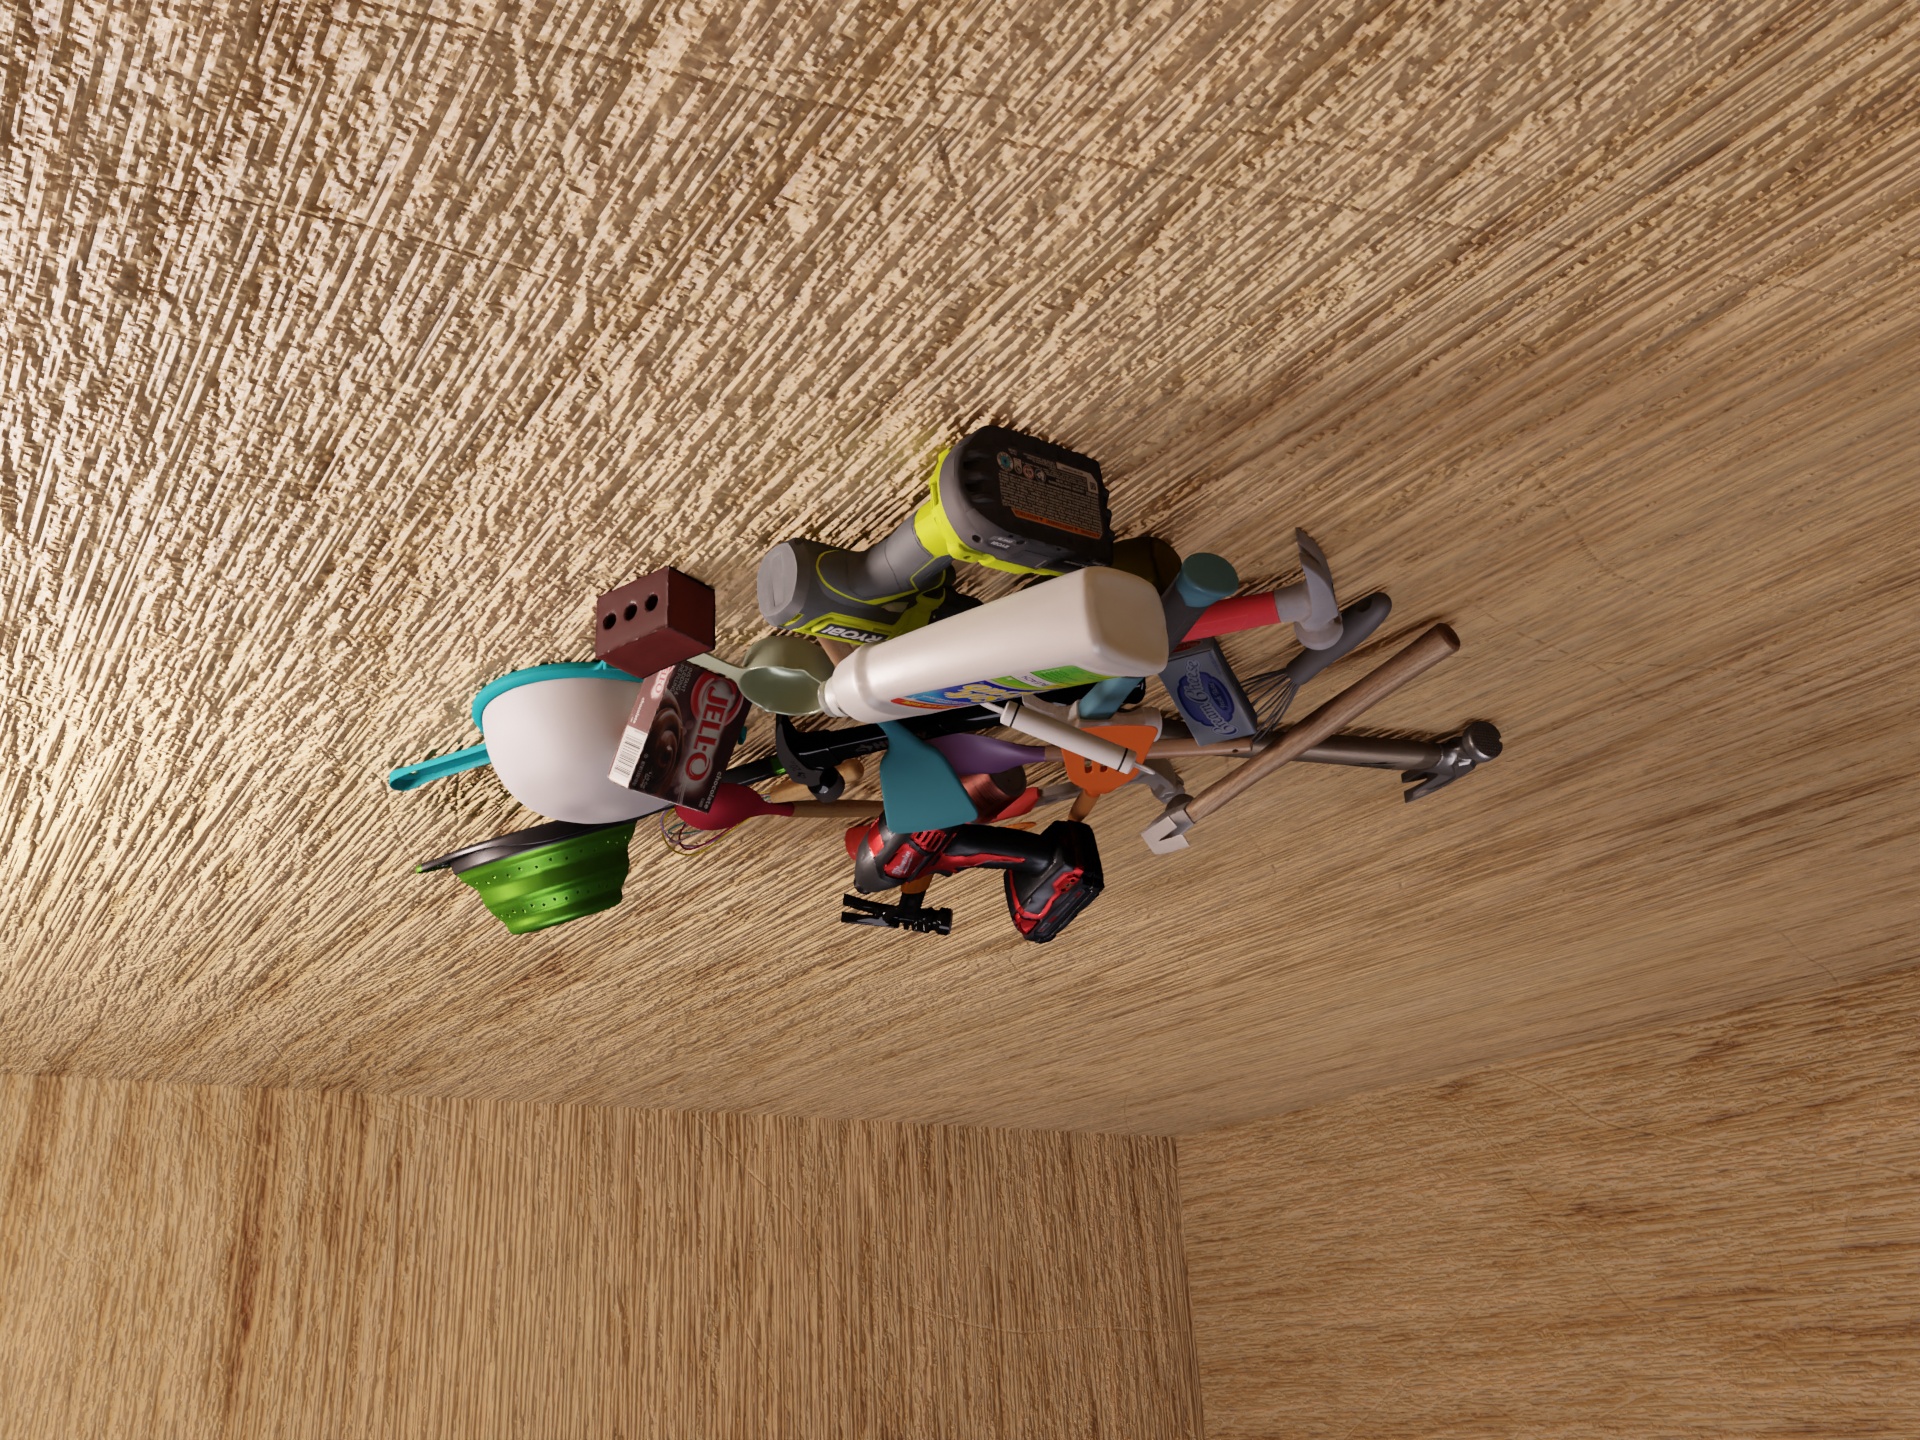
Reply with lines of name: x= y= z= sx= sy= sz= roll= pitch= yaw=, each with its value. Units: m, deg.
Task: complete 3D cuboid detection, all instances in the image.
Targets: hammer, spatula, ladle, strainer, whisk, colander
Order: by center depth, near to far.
hammer: x=0.134 y=-0.045 z=1.192 sx=0.128 sy=0.033 sz=0.331 roll=0 pitch=161 yaw=-12
strainer: x=0.030 y=-0.007 z=1.229 sx=0.258 sy=0.050 sz=0.087 roll=22 pitch=166 yaw=1
hammer: x=0.097 y=-0.068 z=1.247 sx=0.386 sy=0.038 sz=0.143 roll=-10 pitch=155 yaw=16
spatula: x=-0.073 y=-0.012 z=1.267 sx=0.082 sy=0.044 sz=0.317 roll=-10 pitch=142 yaw=16
whisk: x=0.283 y=-0.043 z=1.329 sx=0.055 sy=0.055 sz=0.239 roll=7 pitch=150 yaw=-24
hammer: x=0.286 y=0.020 z=1.372 sx=0.331 sy=0.031 sz=0.130 roll=-39 pitch=178 yaw=30
hammer: x=-0.002 y=-0.004 z=1.373 sx=0.335 sy=0.035 sz=0.146 roll=-13 pitch=147 yaw=15
strainer: x=-0.369 y=0.049 z=1.387 sx=0.340 sy=0.095 sz=0.210 roll=-15 pitch=155 yaw=23
spatula: x=0.101 y=0.027 z=1.415 sx=0.316 sy=0.018 sz=0.059 roll=-2 pitch=138 yaw=19
spatula: x=0.117 y=0.057 z=1.428 sx=0.081 sy=0.041 sz=0.322 roll=-3 pitch=168 yaw=-2
ladle: x=-0.147 y=0.083 z=1.498 sx=0.069 sy=0.031 sz=0.315 roll=-33 pitch=160 yaw=28
hammer: x=0.297 y=0.028 z=1.503 sx=0.410 sy=0.038 sz=0.146 roll=5 pitch=157 yaw=-18
colander: x=-0.312 y=0.124 z=1.510 sx=0.397 sy=0.094 sz=0.204 roll=-17 pitch=178 yaw=11
whisk: x=-0.197 y=0.084 z=1.563 sx=0.245 sy=0.047 sz=0.051 roll=-19 pitch=151 yaw=26
hammer: x=0.037 y=0.085 z=1.602 sx=0.359 sy=0.037 sz=0.149 roll=-15 pitch=154 yaw=25
hammer: x=-0.054 y=0.165 z=1.672 sx=0.127 sy=0.034 sz=0.336 roll=8 pitch=157 yaw=-4

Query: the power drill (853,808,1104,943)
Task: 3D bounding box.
power drill: x=0.011 y=0.134 z=1.484 sx=0.219 sy=0.079 sz=0.143 roll=17 pitch=132 yaw=-28

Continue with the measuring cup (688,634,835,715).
measuring cup: x=-0.177 y=-0.054 z=1.259 sx=0.167 sy=0.038 sz=0.083 roll=22 pitch=148 yaw=-18

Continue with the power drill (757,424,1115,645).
power drill: x=-0.003 y=-0.107 z=1.095 sx=0.190 sy=0.080 sz=0.228 roll=10 pitch=156 yaw=-39

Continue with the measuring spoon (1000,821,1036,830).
measuring spoon: x=0.027 y=0.121 z=1.623 sx=0.117 sy=0.011 sz=0.021 roll=-18 pitch=153 yaw=29
